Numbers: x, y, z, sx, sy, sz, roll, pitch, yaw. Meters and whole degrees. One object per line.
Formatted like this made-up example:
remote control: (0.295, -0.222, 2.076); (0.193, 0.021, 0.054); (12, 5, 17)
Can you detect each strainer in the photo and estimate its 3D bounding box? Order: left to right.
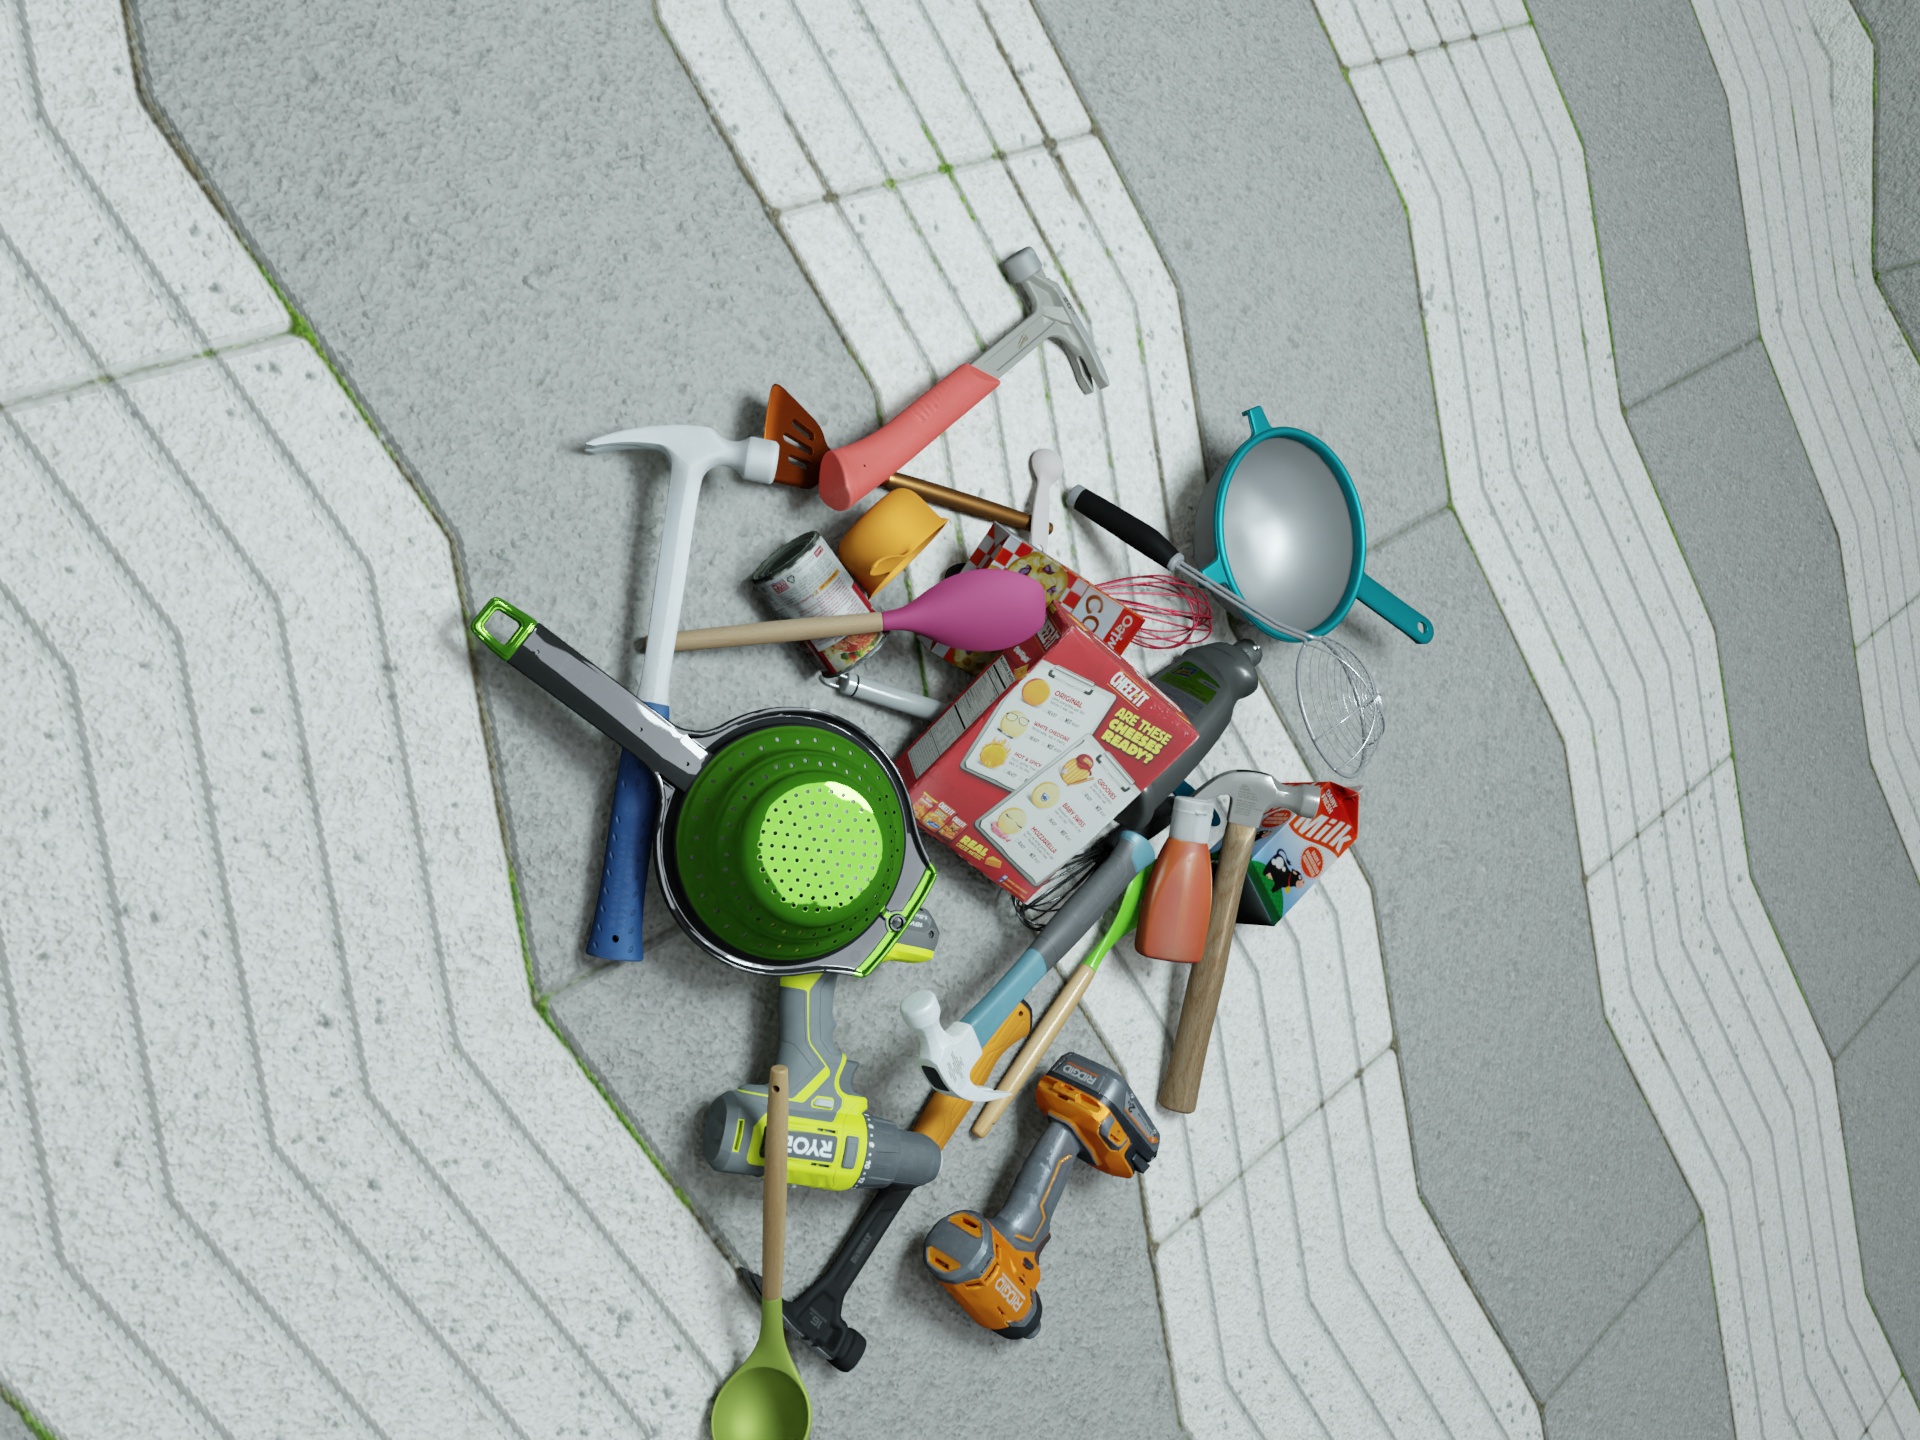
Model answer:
strainer: (-0.002, -0.004, 1.375); (0.258, 0.087, 0.050); (17, 44, -26)
strainer: (0.348, -0.155, 1.616); (0.340, 0.095, 0.211); (28, 72, -33)

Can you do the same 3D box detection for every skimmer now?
skimmer: (0.231, -0.087, 1.444); (0.127, 0.363, 0.090); (-25, 146, -54)

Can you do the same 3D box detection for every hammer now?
hammer: (-0.236, -0.025, 1.196); (0.144, 0.035, 0.405); (9, 85, -11)
hammer: (-0.043, 0.361, 1.328); (0.127, 0.034, 0.337); (50, 61, -24)
hammer: (0.002, -0.275, 1.381); (0.359, 0.037, 0.149); (-47, 113, -38)
hammer: (0.071, 0.194, 1.342); (0.331, 0.033, 0.128); (-41, 122, -41)
hammer: (0.237, 0.208, 1.497); (0.130, 0.031, 0.331); (13, 95, 4)

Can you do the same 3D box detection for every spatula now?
spatula: (-0.040, -0.204, 1.369); (0.322, 0.041, 0.081); (12, 78, -36)

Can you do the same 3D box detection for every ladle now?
ladle: (-0.144, 0.412, 1.187); (0.062, 0.078, 0.320); (-49, 144, -74)

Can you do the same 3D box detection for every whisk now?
whisk: (0.116, -0.112, 1.465); (0.295, 0.073, 0.073); (7, 83, -30)
whisk: (0.132, 0.126, 1.467); (0.239, 0.055, 0.055); (-30, 104, -38)

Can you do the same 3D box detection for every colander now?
colander: (-0.177, 0.042, 1.141); (0.397, 0.094, 0.204); (39, 77, -16)

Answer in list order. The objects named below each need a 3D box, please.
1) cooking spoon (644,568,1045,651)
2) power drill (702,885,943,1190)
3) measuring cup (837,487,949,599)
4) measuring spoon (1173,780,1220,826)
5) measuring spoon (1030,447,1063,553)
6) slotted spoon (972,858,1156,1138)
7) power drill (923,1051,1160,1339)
cooking spoon: (-0.087, -0.075, 1.252); (0.319, 0.017, 0.068); (-6, 110, -9)
power drill: (-0.090, 0.256, 1.260); (0.190, 0.080, 0.228); (15, 77, -23)
measuring cup: (-0.066, -0.144, 1.270); (0.095, 0.173, 0.052); (-44, 90, 12)
measuring spoon: (0.219, 0.064, 1.548); (0.128, 0.021, 0.042); (41, 64, -25)
measuring spoon: (0.079, -0.197, 1.451); (0.034, 0.018, 0.124); (27, 57, -35)
slotted spoon: (0.103, 0.247, 1.443); (0.314, 0.031, 0.070); (-52, 147, -23)
power drill: (0.076, 0.422, 1.378); (0.226, 0.084, 0.164); (-50, 131, -23)
